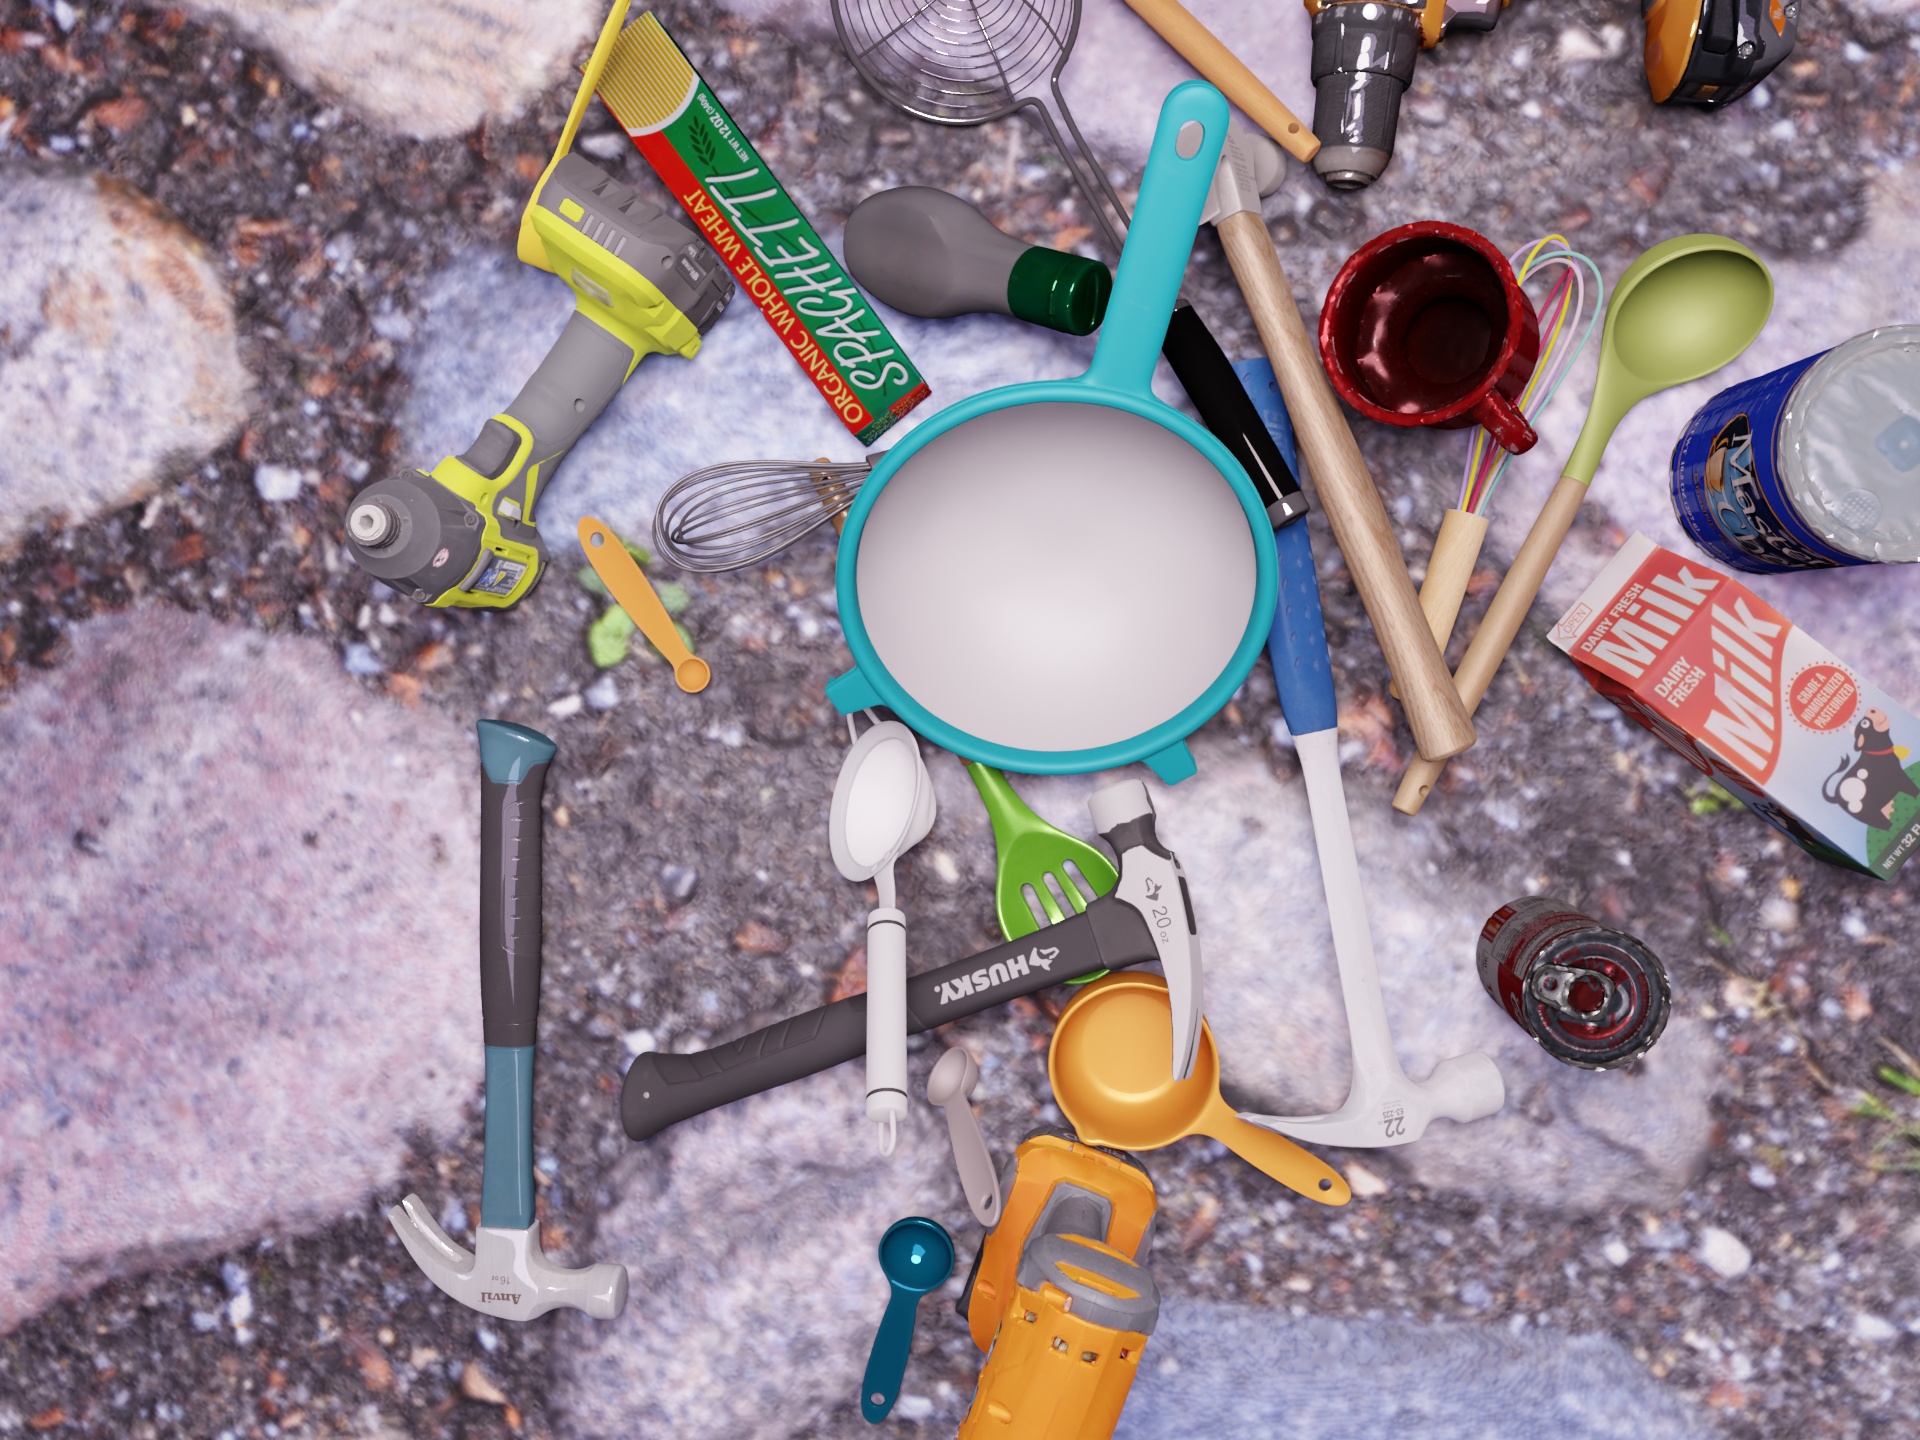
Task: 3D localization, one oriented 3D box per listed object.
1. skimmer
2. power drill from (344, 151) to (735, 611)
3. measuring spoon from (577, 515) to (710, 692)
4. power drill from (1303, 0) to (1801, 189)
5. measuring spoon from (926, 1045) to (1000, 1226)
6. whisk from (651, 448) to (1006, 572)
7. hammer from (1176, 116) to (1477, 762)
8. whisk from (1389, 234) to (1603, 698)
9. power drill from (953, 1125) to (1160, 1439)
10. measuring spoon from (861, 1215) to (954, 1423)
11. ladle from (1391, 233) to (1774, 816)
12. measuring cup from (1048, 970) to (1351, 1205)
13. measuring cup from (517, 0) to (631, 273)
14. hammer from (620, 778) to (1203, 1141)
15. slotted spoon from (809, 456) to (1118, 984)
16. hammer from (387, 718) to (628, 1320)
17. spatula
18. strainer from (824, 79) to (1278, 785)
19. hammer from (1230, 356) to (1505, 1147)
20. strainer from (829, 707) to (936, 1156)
[{"bbox_3d":[0.060,-0.250,0.781,0.127,0.090,0.363,-34,80,33],"label":"skimmer"},{"bbox_3d":[-0.214,-0.157,0.793,0.080,0.171,0.223,34,92,3],"label":"power drill"},{"bbox_3d":[-0.174,-0.064,0.874,0.021,0.011,0.117,-37,86,7],"label":"measuring spoon"},{"bbox_3d":[0.284,-0.352,0.784,0.226,0.084,0.185,8,96,9],"label":"power drill"},{"bbox_3d":[0.007,0.216,0.821,0.018,0.124,0.034,33,106,-26],"label":"measuring spoon"},{"bbox_3d":[-0.045,-0.129,0.828,0.239,0.055,0.055,-18,91,-7],"label":"whisk"},{"bbox_3d":[0.176,-0.137,0.771,0.031,0.130,0.331,-22,88,34],"label":"hammer"},{"bbox_3d":[0.271,-0.126,0.815,0.051,0.047,0.245,19,99,16],"label":"whisk"},{"bbox_3d":[0.038,0.300,0.761,0.084,0.226,0.164,20,95,4],"label":"power drill"},{"bbox_3d":[-0.033,0.329,0.879,0.042,0.021,0.128,16,103,5],"label":"measuring spoon"},{"bbox_3d":[0.301,-0.093,0.789,0.078,0.062,0.320,27,90,-25],"label":"ladle"},{"bbox_3d":[0.127,0.198,0.838,0.173,0.052,0.095,32,95,1],"label":"measuring cup"},{"bbox_3d":[-0.188,-0.304,0.823,0.029,0.062,0.156,26,113,-8],"label":"measuring cup"},{"bbox_3d":[-0.033,0.157,0.828,0.335,0.035,0.146,-23,74,16],"label":"hammer"},{"bbox_3d":[-0.001,-0.003,0.852,0.070,0.031,0.314,-29,88,6],"label":"slotted spoon"},{"bbox_3d":[-0.247,0.165,0.879,0.128,0.033,0.331,2,93,4],"label":"hammer"},{"bbox_3d":[0.065,-0.399,0.807,0.081,0.041,0.323,-43,81,0],"label":"spatula"},{"bbox_3d":[0.061,-0.136,0.761,0.211,0.095,0.340,12,121,-5],"label":"strainer"},{"bbox_3d":[0.179,0.017,0.813,0.144,0.035,0.405,-9,88,-21],"label":"hammer"},{"bbox_3d":[-0.036,0.096,0.794,0.050,0.259,0.087,23,134,-27],"label":"strainer"}]
